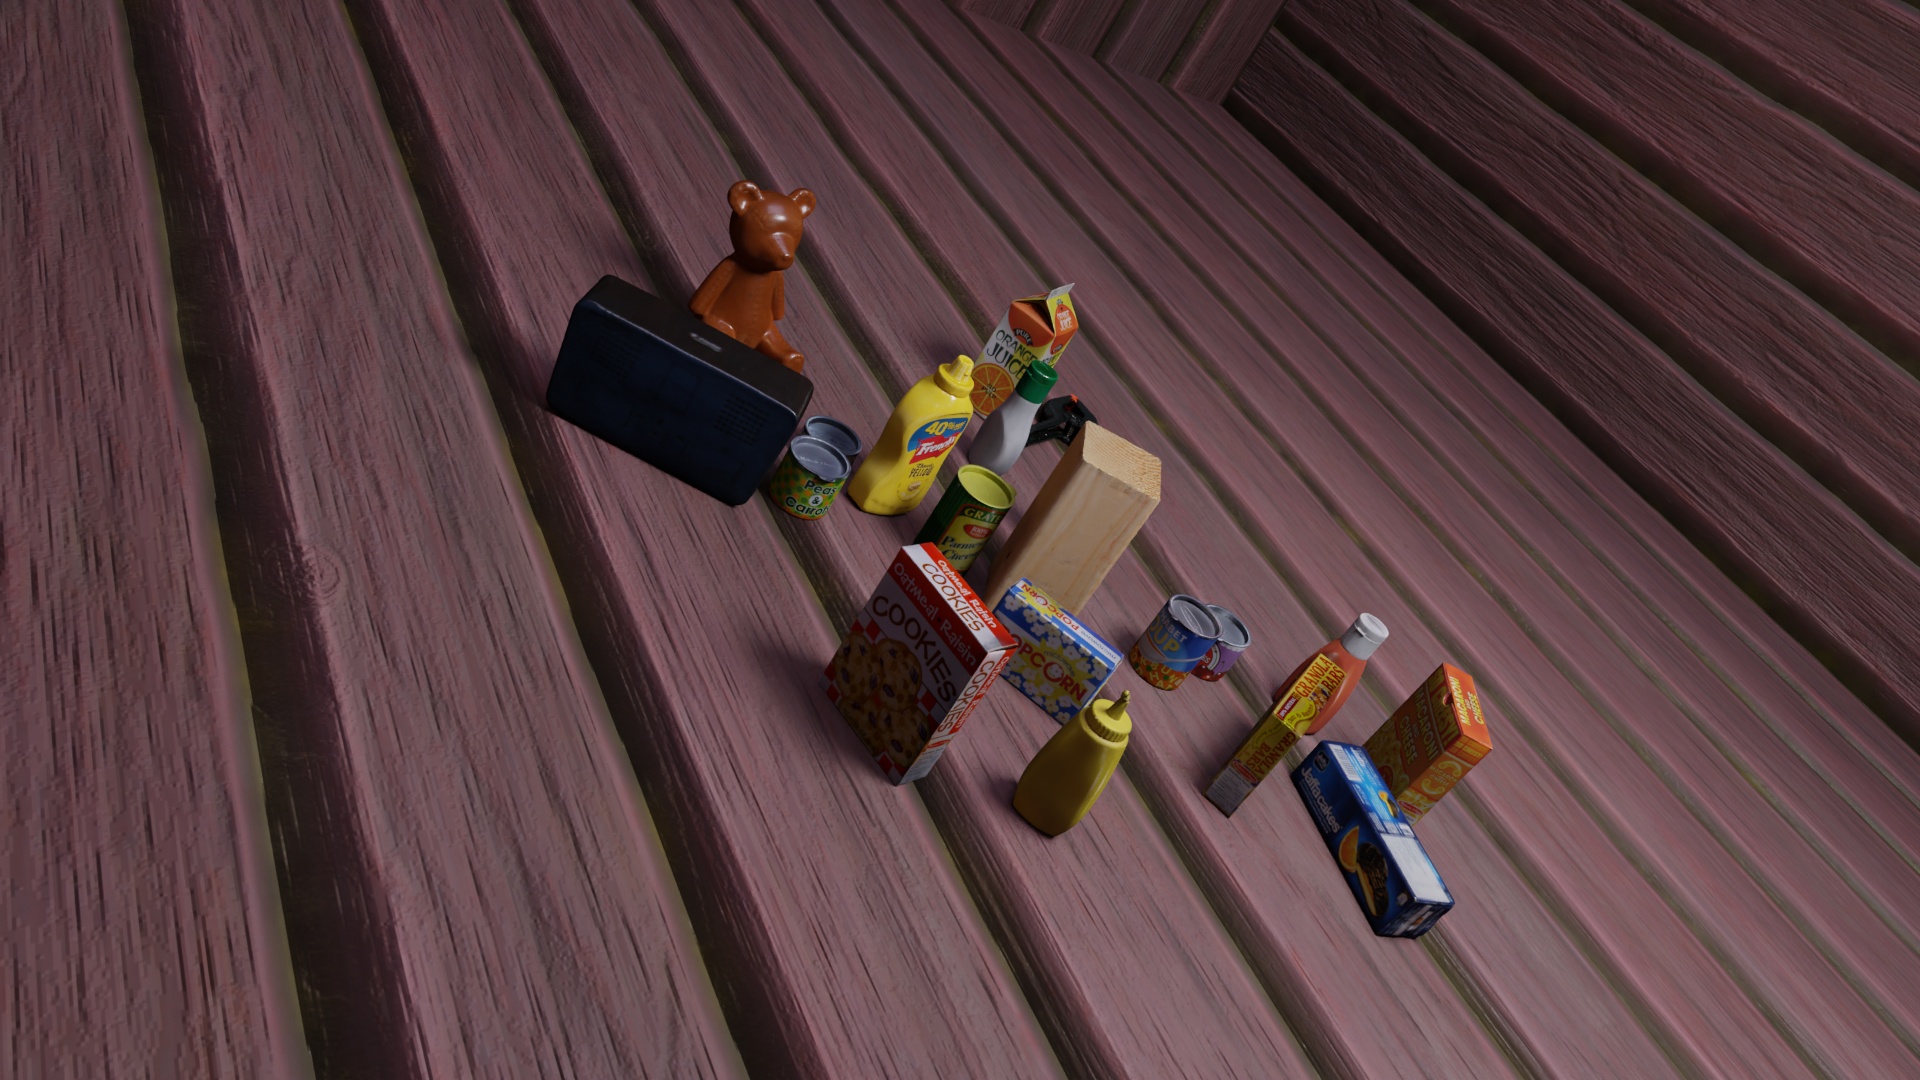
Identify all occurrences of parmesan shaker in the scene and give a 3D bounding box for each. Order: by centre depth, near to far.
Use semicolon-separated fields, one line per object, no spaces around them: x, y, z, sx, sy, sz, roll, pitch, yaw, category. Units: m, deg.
0.005;-0.018;1.433;0.071;0.102;0.072;23;32;-15;parmesan shaker

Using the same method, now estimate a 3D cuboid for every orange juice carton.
0.080;-0.238;1.727;0.073;0.191;0.072;40;31;12;orange juice carton

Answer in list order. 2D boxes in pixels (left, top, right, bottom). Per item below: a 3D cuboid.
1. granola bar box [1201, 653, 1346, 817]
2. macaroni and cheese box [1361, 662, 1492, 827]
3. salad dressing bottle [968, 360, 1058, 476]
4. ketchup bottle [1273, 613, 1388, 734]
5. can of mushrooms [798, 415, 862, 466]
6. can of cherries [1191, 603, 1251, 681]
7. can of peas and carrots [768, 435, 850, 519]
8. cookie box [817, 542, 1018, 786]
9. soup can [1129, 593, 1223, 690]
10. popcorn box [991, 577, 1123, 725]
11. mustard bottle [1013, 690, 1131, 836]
0.316;0.193;1.396;0.039;0.123;0.166;41;31;13;granola bar box
0.477;0.225;1.455;0.040;0.165;0.124;28;31;-8;macaroni and cheese box
0.062;-0.142;1.618;0.044;0.147;0.064;8;38;-36;salad dressing bottle
0.410;0.144;1.527;0.043;0.148;0.065;-2;45;-44;ketchup bottle
-0.142;-0.100;1.484;0.071;0.033;0.071;23;32;-15;can of mushrooms
0.277;0.114;1.537;0.071;0.058;0.072;23;32;-15;can of cherries
-0.151;-0.061;1.396;0.071;0.058;0.071;23;32;-15;can of peas and carrots
-0.038;0.103;1.159;0.040;0.166;0.123;-7;49;-48;cookie box
0.225;0.108;1.474;0.071;0.083;0.072;23;32;-15;soup can
0.082;0.108;1.342;0.127;0.084;0.038;38;31;9;popcorn box
0.106;0.183;1.184;0.065;0.159;0.049;37;31;7;mustard bottle
